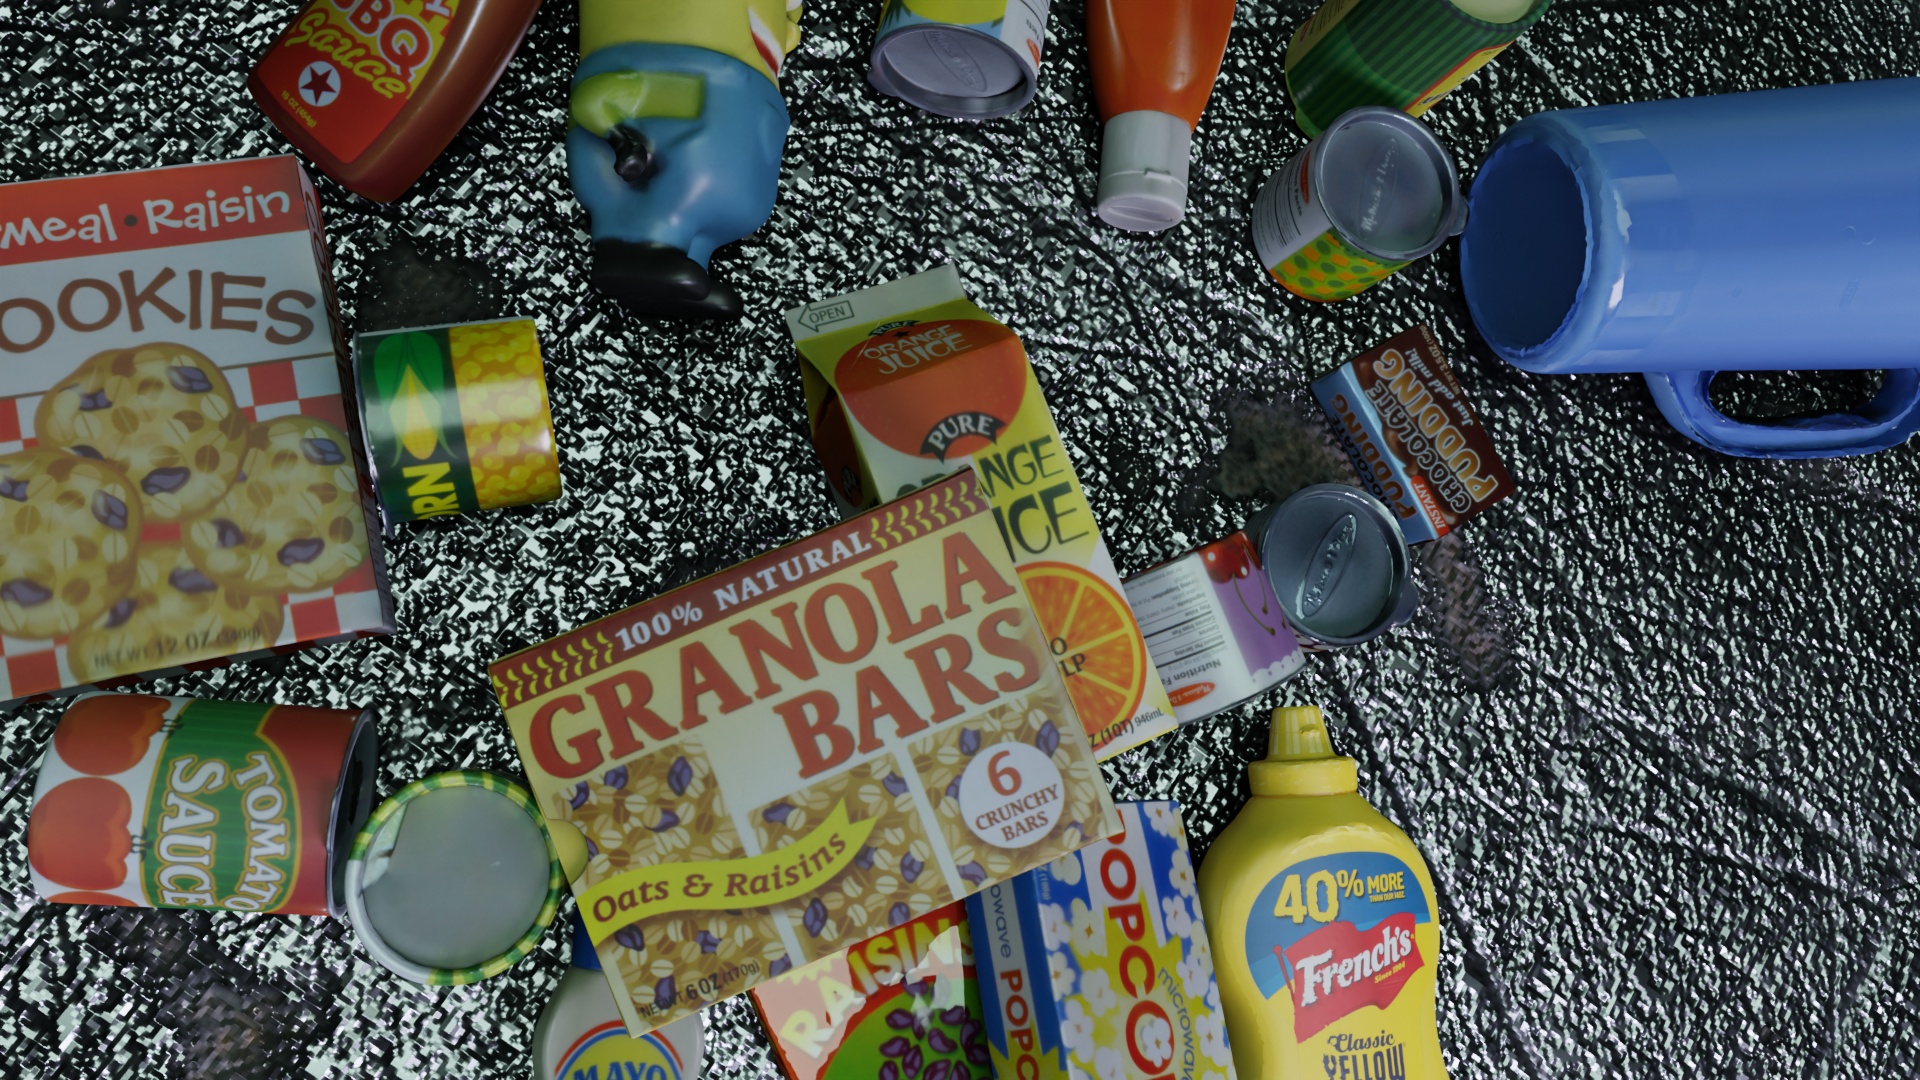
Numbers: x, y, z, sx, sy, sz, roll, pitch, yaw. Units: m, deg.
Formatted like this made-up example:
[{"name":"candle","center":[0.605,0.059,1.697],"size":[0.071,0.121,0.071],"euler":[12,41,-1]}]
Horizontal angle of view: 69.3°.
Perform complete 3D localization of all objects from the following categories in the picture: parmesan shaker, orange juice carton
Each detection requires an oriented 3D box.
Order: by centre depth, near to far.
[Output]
[{"name":"orange juice carton","center":[0.002,-0.006,0.512],"size":[0.072,0.073,0.192],"euler":[-21,86,-16]},{"name":"parmesan shaker","center":[0.188,-0.215,0.581],"size":[0.071,0.103,0.071],"euler":[2,81,-14]}]

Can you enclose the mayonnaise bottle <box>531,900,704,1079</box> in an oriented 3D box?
[{"name":"mayonnaise bottle","center":[-0.115,0.180,0.465],"size":[0.065,0.041,0.148],"euler":[4,79,-14]}]

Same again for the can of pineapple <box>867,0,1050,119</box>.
[{"name":"can of pineapple","center":[0.000,-0.210,0.551],"size":[0.071,0.071,0.058],"euler":[13,78,-12]}]

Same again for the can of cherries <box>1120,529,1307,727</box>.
[{"name":"can of cherries","center":[0.091,0.034,0.534],"size":[0.072,0.071,0.058],"euler":[-23,86,-17]}]

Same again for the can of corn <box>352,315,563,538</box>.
[{"name":"can of corn","center":[-0.170,-0.039,0.476],"size":[0.058,0.071,0.071],"euler":[-9,83,-16]}]

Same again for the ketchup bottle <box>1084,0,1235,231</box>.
[{"name":"ketchup bottle","center":[0.082,-0.206,0.583],"size":[0.065,0.043,0.149],"euler":[9,78,-12]}]

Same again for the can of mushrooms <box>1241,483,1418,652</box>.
[{"name":"can of mushrooms","center":[0.148,0.013,0.567],"size":[0.071,0.033,0.071],"euler":[3,79,-14]}]

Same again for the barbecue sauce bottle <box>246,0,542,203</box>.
[{"name":"barbecue sauce bottle","center":[-0.177,-0.192,0.483],"size":[0.148,0.044,0.065],"euler":[-45,83,8]}]

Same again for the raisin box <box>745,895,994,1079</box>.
[{"name":"raisin box","center":[-0.031,0.153,0.494],"size":[0.086,0.040,0.123],"euler":[-25,88,-17]}]

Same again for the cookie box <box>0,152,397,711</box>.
[{"name":"cookie box","center":[-0.269,-0.039,0.465],"size":[0.123,0.040,0.167],"euler":[-11,84,-16]}]

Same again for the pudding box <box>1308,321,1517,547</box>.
[{"name":"pudding box","center":[0.191,-0.044,0.590],"size":[0.050,0.030,0.083],"euler":[-27,88,-16]}]

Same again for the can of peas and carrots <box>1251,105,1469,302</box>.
[{"name":"can of peas and carrots","center":[0.167,-0.139,0.586],"size":[0.071,0.058,0.071],"euler":[2,80,-15]}]

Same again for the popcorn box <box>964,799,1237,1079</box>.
[{"name":"popcorn box","center":[0.049,0.157,0.486],"size":[0.085,0.038,0.127],"euler":[8,65,-43]}]

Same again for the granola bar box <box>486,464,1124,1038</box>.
[{"name":"granola bar box","center":[-0.048,0.065,0.442],"size":[0.166,0.039,0.124],"euler":[-23,86,-2]}]

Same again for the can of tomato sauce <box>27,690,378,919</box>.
[{"name":"can of tomato sauce","center":[-0.234,0.083,0.437],"size":[0.083,0.071,0.071],"euler":[7,79,-13]}]

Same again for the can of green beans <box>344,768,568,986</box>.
[{"name":"can of green beans","center":[-0.163,0.108,0.457],"size":[0.071,0.057,0.071],"euler":[2,80,-14]}]
